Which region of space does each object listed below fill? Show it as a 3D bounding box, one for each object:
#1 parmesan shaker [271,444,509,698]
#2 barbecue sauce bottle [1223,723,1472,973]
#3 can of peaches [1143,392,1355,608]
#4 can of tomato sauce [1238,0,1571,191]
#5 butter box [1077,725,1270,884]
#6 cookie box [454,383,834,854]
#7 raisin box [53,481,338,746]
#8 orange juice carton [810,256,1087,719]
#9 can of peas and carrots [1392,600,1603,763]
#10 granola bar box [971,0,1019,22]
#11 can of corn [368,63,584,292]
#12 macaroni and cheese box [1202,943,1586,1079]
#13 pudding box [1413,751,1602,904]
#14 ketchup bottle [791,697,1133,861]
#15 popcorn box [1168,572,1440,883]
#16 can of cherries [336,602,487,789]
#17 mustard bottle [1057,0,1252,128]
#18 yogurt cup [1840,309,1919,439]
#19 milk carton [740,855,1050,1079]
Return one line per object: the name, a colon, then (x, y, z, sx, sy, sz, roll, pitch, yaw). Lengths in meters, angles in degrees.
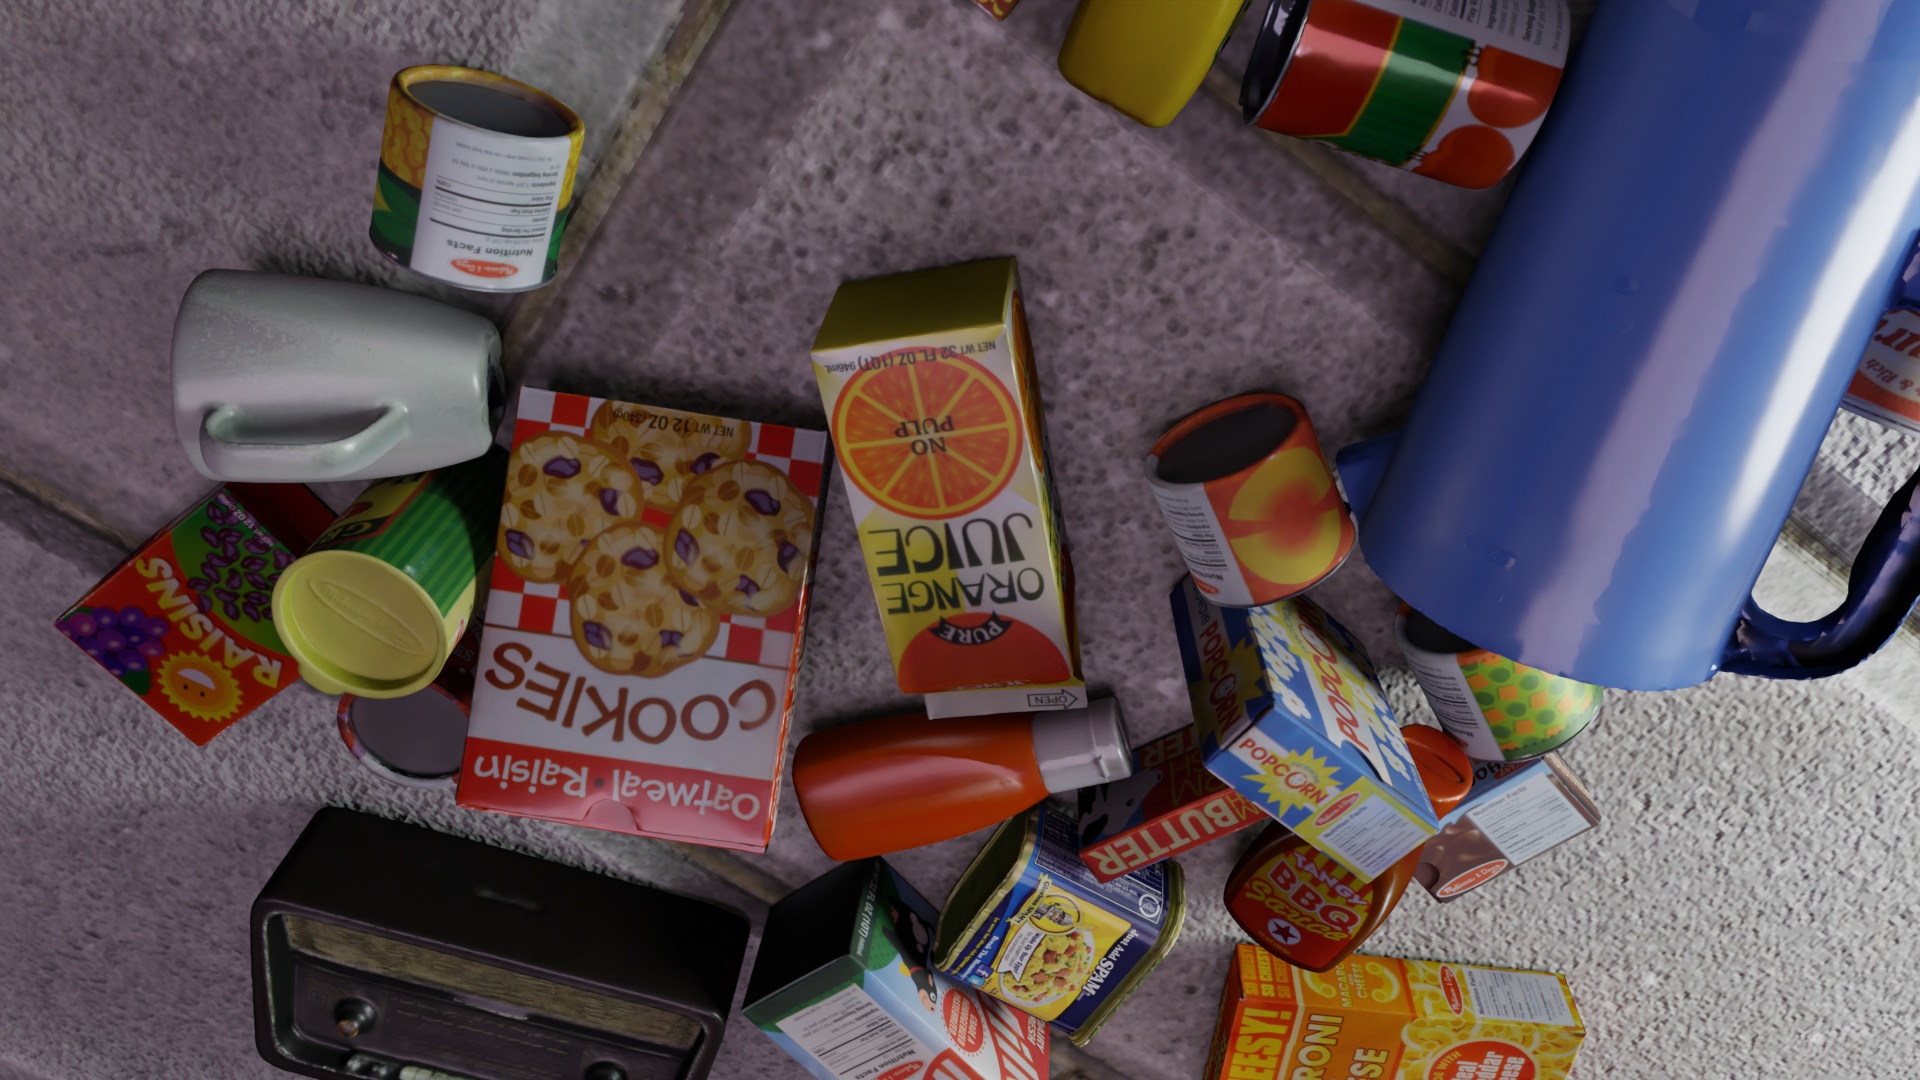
parmesan shaker: (-0.221, 0.008, 0.561, 0.071, 0.103, 0.071, 2, 120, 4)
barbecue sauce bottle: (0.171, 0.134, 0.608, 0.065, 0.044, 0.147, 35, 139, 12)
can of peaches: (0.114, -0.018, 0.539, 0.071, 0.071, 0.058, -21, 116, 17)
can of tomato sauce: (0.143, -0.156, 0.455, 0.083, 0.071, 0.070, 15, 121, -4)
butter box: (0.101, 0.111, 0.621, 0.103, 0.053, 0.024, -27, 116, 19)
cookie box: (-0.124, 0.031, 0.555, 0.123, 0.040, 0.167, 9, 88, 0)
raisin box: (-0.326, 0.028, 0.620, 0.123, 0.040, 0.086, -32, 113, 20)
orange juice carton: (0.002, -0.007, 0.550, 0.072, 0.073, 0.191, -7, 120, 9)
can of peas and carrots: (0.220, 0.046, 0.566, 0.071, 0.071, 0.058, -25, 115, 18)
granola bar box: (0.012, -0.266, 0.418, 0.124, 0.039, 0.165, 33, 117, -13)
can of corn: (-0.174, -0.132, 0.500, 0.071, 0.071, 0.058, 19, 119, -6)
macaroni and cheese box: (0.214, 0.269, 0.711, 0.166, 0.040, 0.123, 5, 121, 1)
pudding box: (0.237, 0.124, 0.630, 0.083, 0.030, 0.049, -38, 112, 23)
ketchup bottle: (0.002, 0.105, 0.632, 0.149, 0.044, 0.064, -14, 119, 13)
popcorn box: (0.131, 0.062, 0.547, 0.085, 0.127, 0.038, 37, 113, -16)
can of cherries: (-0.235, 0.067, 0.623, 0.071, 0.059, 0.071, 2, 121, 4)
mustard bottle: (0.087, -0.209, 0.431, 0.049, 0.065, 0.159, 29, 115, -7)
yogurt cup: (0.335, -0.070, 0.490, 0.072, 0.073, 0.053, 18, 112, -5)
milk carton: (-0.015, 0.254, 0.705, 0.073, 0.073, 0.190, -34, 111, 22)
